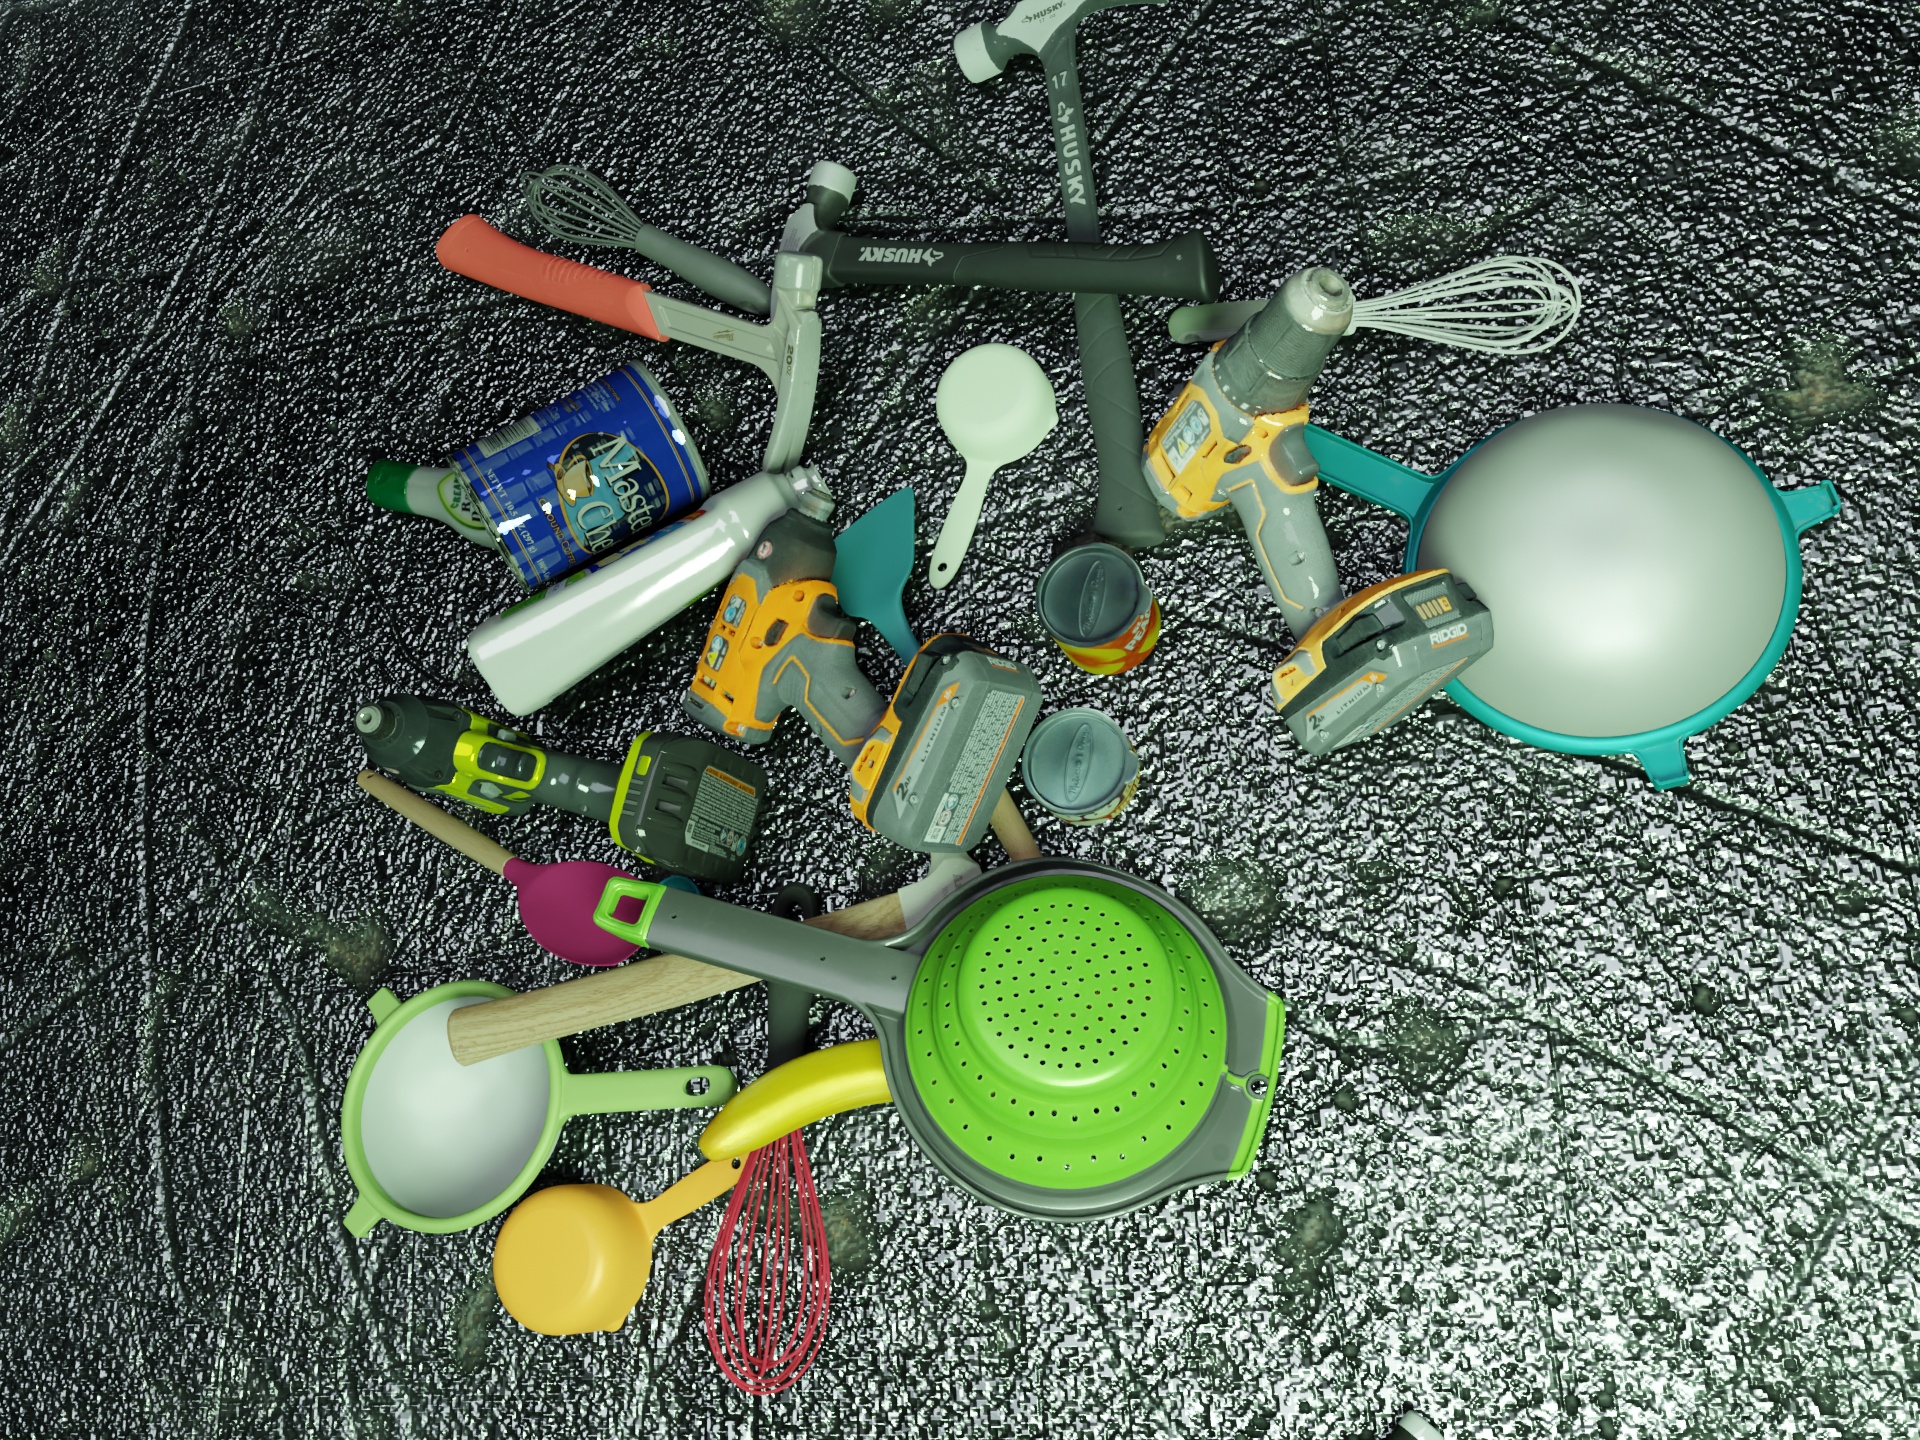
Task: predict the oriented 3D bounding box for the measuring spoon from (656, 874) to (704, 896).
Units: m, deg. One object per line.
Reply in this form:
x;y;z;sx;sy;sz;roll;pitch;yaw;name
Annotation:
-0.215;0.116;1.036;0.129;0.021;0.042;8;78;30;measuring spoon

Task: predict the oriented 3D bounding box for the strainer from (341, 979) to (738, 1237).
-0.252;0.237;0.983;0.256;0.069;0.152;-7;68;12;strainer

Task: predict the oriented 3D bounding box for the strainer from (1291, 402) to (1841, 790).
0.296;-0.122;0.889;0.340;0.095;0.211;29;85;22;strainer

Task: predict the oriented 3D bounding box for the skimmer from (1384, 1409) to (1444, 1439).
0.125;0.503;0.800;0.127;0.090;0.363;36;78;27;skimmer

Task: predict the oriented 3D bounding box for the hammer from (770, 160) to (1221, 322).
0.014;-0.291;1.031;0.335;0.035;0.146;13;81;33;hammer

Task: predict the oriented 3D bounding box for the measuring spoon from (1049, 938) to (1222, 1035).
0.099;0.158;0.921;0.117;0.011;0.021;-28;67;13;measuring spoon

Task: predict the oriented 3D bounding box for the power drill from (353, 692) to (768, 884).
-0.249;0.035;0.986;0.223;0.171;0.080;11;80;18;power drill

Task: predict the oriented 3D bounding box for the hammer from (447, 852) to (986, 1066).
-0.143;0.149;0.947;0.331;0.031;0.130;-16;61;1;hammer

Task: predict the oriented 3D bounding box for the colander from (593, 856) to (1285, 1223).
-0.022;0.135;0.860;0.397;0.094;0.205;14;64;11;colander

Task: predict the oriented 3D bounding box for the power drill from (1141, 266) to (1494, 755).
0.197;-0.116;0.871;0.084;0.185;0.226;-18;72;-26;power drill

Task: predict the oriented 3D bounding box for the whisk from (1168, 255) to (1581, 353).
0.246;-0.247;0.970;0.246;0.057;0.059;2;84;24;whisk

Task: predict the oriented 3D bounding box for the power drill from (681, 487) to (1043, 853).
-0.063;-0.035;0.953;0.227;0.084;0.164;31;102;37;power drill

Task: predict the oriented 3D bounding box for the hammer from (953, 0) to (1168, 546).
0.088;-0.303;1.035;0.149;0.036;0.409;-15;72;26;hammer

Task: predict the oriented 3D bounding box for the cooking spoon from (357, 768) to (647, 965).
-0.303;0.086;1.027;0.319;0.017;0.069;22;53;37;cooking spoon

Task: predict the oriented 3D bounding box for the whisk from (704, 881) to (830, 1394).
-0.107;0.238;0.940;0.073;0.073;0.296;-5;67;17;whisk

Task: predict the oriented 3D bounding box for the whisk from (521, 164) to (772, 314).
-0.228;-0.348;1.159;0.239;0.055;0.055;31;86;19;whisk

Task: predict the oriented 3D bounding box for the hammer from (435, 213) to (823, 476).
-0.245;-0.290;1.134;0.359;0.036;0.149;23;114;29;hammer

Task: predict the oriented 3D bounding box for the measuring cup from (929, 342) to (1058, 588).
0.007;-0.167;1.028;0.083;0.038;0.168;14;78;22;measuring cup

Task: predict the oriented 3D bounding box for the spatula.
-0.002;-0.003;0.990;0.082;0.044;0.318;-35;72;20;spatula

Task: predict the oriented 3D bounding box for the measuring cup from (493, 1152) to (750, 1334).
-0.202;0.302;0.953;0.173;0.052;0.095;-33;67;8;measuring cup
